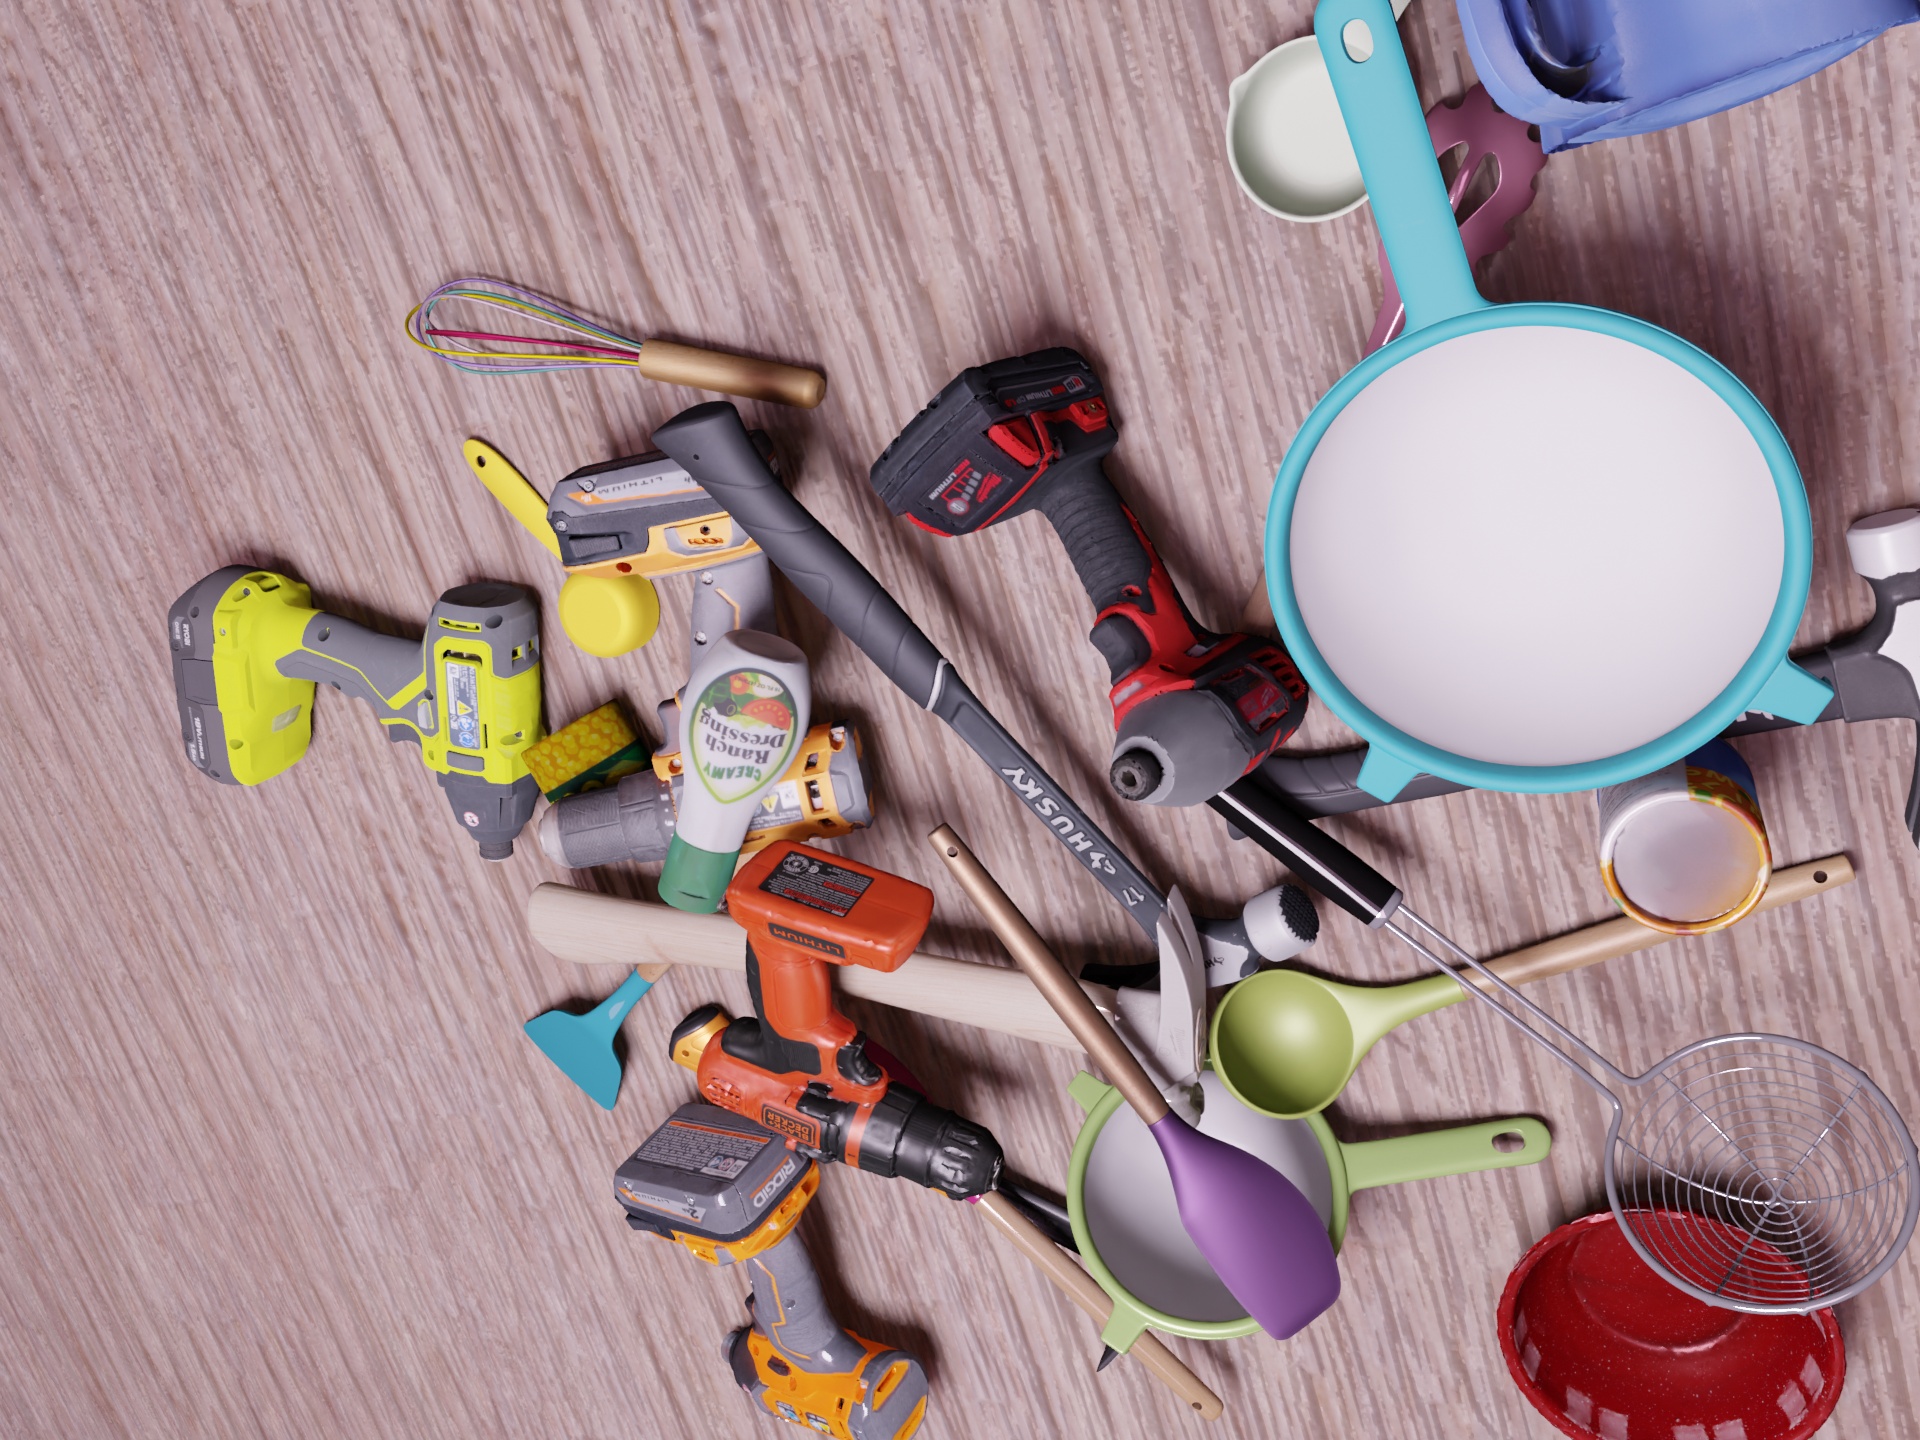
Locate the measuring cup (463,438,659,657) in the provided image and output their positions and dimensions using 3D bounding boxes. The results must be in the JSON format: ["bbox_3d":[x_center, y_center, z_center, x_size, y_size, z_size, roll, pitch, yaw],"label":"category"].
[{"bbox_3d":[-0.239,-0.100,0.919,0.156,0.029,0.062,48,118,-3],"label":"measuring cup"}]

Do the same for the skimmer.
[{"bbox_3d":[0.253,0.122,0.734,0.363,0.090,0.127,38,84,10],"label":"skimmer"}]

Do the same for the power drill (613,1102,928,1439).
[{"bbox_3d":[-0.127,0.355,1.006,0.164,0.084,0.226,-4,118,42],"label":"power drill"}]

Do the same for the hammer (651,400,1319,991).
[{"bbox_3d":[-0.001,-0.003,0.809,0.408,0.036,0.149,46,130,-13],"label":"hammer"}]

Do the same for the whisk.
[{"bbox_3d":[-0.190,-0.196,0.859,0.245,0.047,0.051,13,113,13],"label":"whisk"}]

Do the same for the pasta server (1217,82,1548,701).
[{"bbox_3d":[0.181,-0.135,0.747,0.060,0.040,0.316,26,121,10],"label":"pasta server"}]

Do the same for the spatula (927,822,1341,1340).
[{"bbox_3d":[0.086,0.177,0.799,0.060,0.018,0.316,-39,93,-2],"label":"spatula"}]

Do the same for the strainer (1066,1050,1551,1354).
[{"bbox_3d":[0.188,0.254,0.869,0.256,0.152,0.069,-11,150,7],"label":"strainer"}]

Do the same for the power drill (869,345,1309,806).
[{"bbox_3d":[0.064,-0.060,0.742,0.078,0.143,0.220,-40,83,39],"label":"power drill"}]

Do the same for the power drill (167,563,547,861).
[{"bbox_3d":[-0.363,-0.008,0.979,0.223,0.080,0.171,10,113,14],"label":"power drill"}]

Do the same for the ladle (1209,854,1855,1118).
[{"bbox_3d":[0.274,0.126,0.791,0.320,0.062,0.078,-23,80,24],"label":"ladle"}]

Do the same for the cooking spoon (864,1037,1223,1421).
[{"bbox_3d":[0.031,0.295,0.931,0.319,0.017,0.068,42,116,4],"label":"cooking spoon"}]

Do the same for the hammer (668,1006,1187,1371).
[{"bbox_3d":[-0.031,0.271,0.976,0.337,0.034,0.127,24,115,11],"label":"hammer"}]

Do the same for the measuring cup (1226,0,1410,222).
[{"bbox_3d":[0.177,-0.296,0.681,0.083,0.038,0.167,32,116,7],"label":"measuring cup"}]

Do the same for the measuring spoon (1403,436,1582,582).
[{"bbox_3d":[0.252,-0.092,0.738,0.124,0.018,0.034,38,118,3],"label":"measuring spoon"}]

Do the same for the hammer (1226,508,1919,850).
[{"bbox_3d":[0.286,0.014,0.755,0.335,0.035,0.146,-14,103,25],"label":"hammer"}]

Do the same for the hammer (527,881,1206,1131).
[{"bbox_3d":[-0.066,0.129,0.888,0.411,0.038,0.146,7,124,21],"label":"hammer"}]

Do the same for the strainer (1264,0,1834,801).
[{"bbox_3d":[0.220,-0.138,0.665,0.211,0.095,0.340,-14,107,31],"label":"strainer"}]

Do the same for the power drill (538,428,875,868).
[{"bbox_3d":[-0.158,-0.028,0.861,0.185,0.084,0.226,-12,106,2],"label":"power drill"}]

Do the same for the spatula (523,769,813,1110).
[{"bbox_3d":[-0.177,0.135,0.990,0.082,0.044,0.317,43,114,3],"label":"spatula"}]
